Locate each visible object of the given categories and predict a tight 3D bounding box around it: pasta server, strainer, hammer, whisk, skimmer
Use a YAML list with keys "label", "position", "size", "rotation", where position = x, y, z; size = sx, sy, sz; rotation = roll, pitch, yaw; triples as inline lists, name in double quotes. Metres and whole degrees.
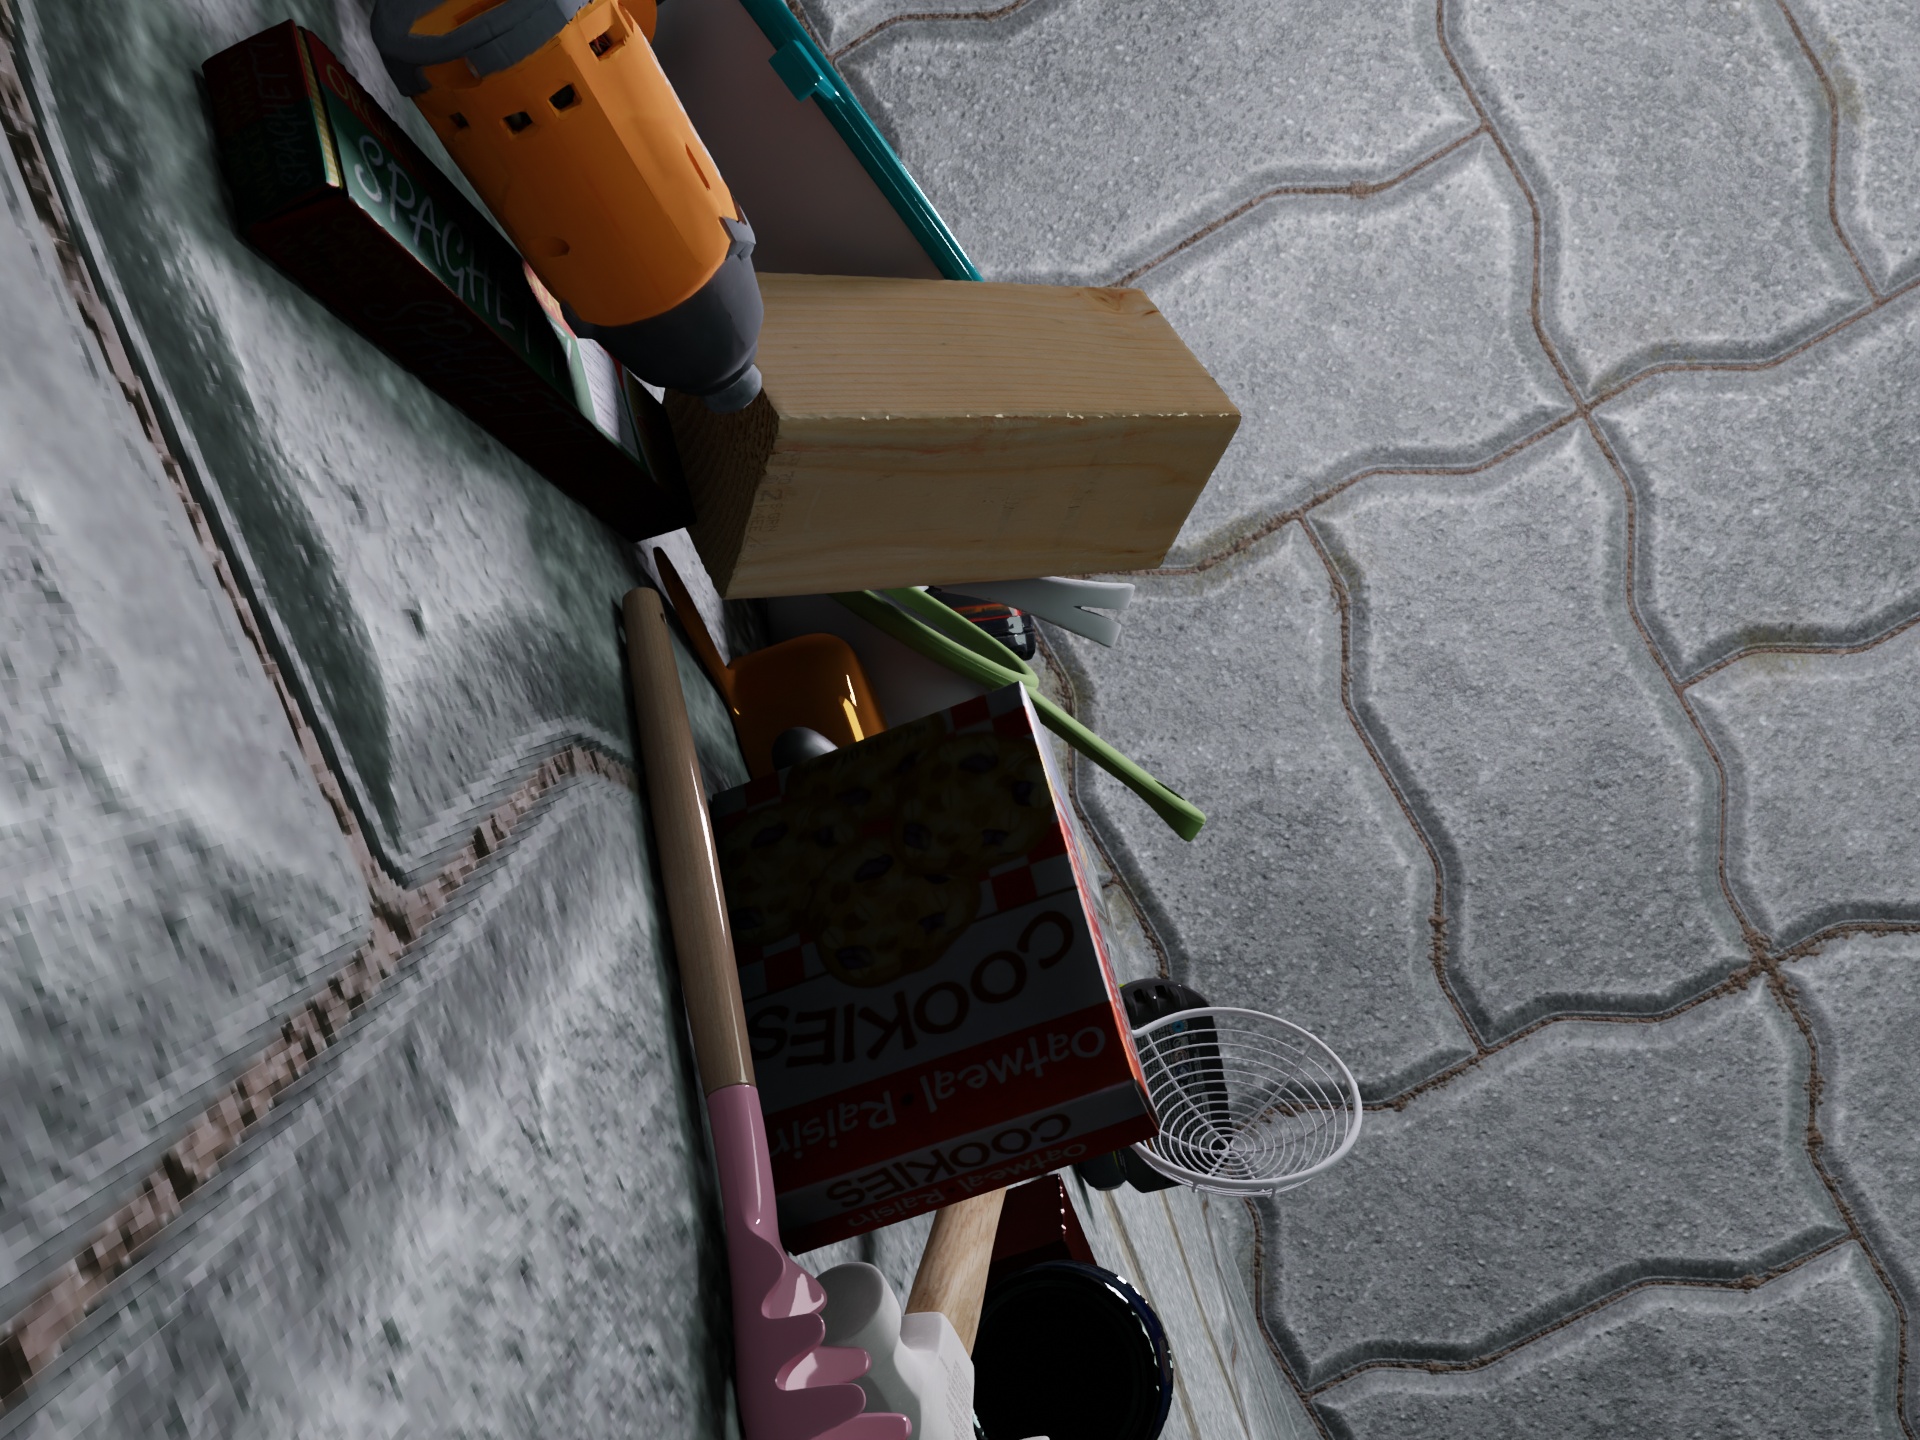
- label: "pasta server"
  position: [-0.065, 0.083, 0.473]
  size: [0.060, 0.040, 0.317]
  rotation: [71, 1, -58]
- label: "strainer"
  position: [-0.110, -0.280, 0.729]
  size: [0.210, 0.095, 0.341]
  rotation: [42, 13, -53]
- label: "hammer"
  position: [-0.034, -0.115, 0.874]
  size: [0.409, 0.149, 0.036]
  rotation: [-132, -120, -68]
- label: "strainer"
  position: [-0.001, -0.002, 0.767]
  size: [0.256, 0.069, 0.151]
  rotation: [37, 9, 21]
- label: "whisk"
  position: [-0.026, 0.067, 0.682]
  size: [0.238, 0.055, 0.055]
  rotation: [57, 14, -53]
- label: "skimmer"
  position: [0.054, 0.089, 0.818]
  size: [0.363, 0.090, 0.127]
  rotation: [51, 48, 6]
- label: "hammer"
  position: [0.016, 0.150, 0.625]
  size: [0.331, 0.031, 0.130]
  rotation: [-69, 141, -57]

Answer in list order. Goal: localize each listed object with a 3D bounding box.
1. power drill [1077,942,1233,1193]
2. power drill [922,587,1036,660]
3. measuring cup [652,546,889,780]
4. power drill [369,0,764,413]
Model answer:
- label: "power drill"
  position: [0.114, 0.257, 1.136]
  size: [0.228, 0.080, 0.190]
  rotation: [165, -85, -78]
- label: "power drill"
  position: [-0.028, -0.144, 1.069]
  size: [0.188, 0.080, 0.226]
  rotation: [179, -98, -69]
- label: "measuring cup"
  position: [-0.072, -0.019, 0.660]
  size: [0.173, 0.052, 0.095]
  rotation: [67, 7, -50]
- label: "power drill"
  position: [-0.126, -0.208, 0.510]
  size: [0.227, 0.084, 0.164]
  rotation: [66, 4, 37]
